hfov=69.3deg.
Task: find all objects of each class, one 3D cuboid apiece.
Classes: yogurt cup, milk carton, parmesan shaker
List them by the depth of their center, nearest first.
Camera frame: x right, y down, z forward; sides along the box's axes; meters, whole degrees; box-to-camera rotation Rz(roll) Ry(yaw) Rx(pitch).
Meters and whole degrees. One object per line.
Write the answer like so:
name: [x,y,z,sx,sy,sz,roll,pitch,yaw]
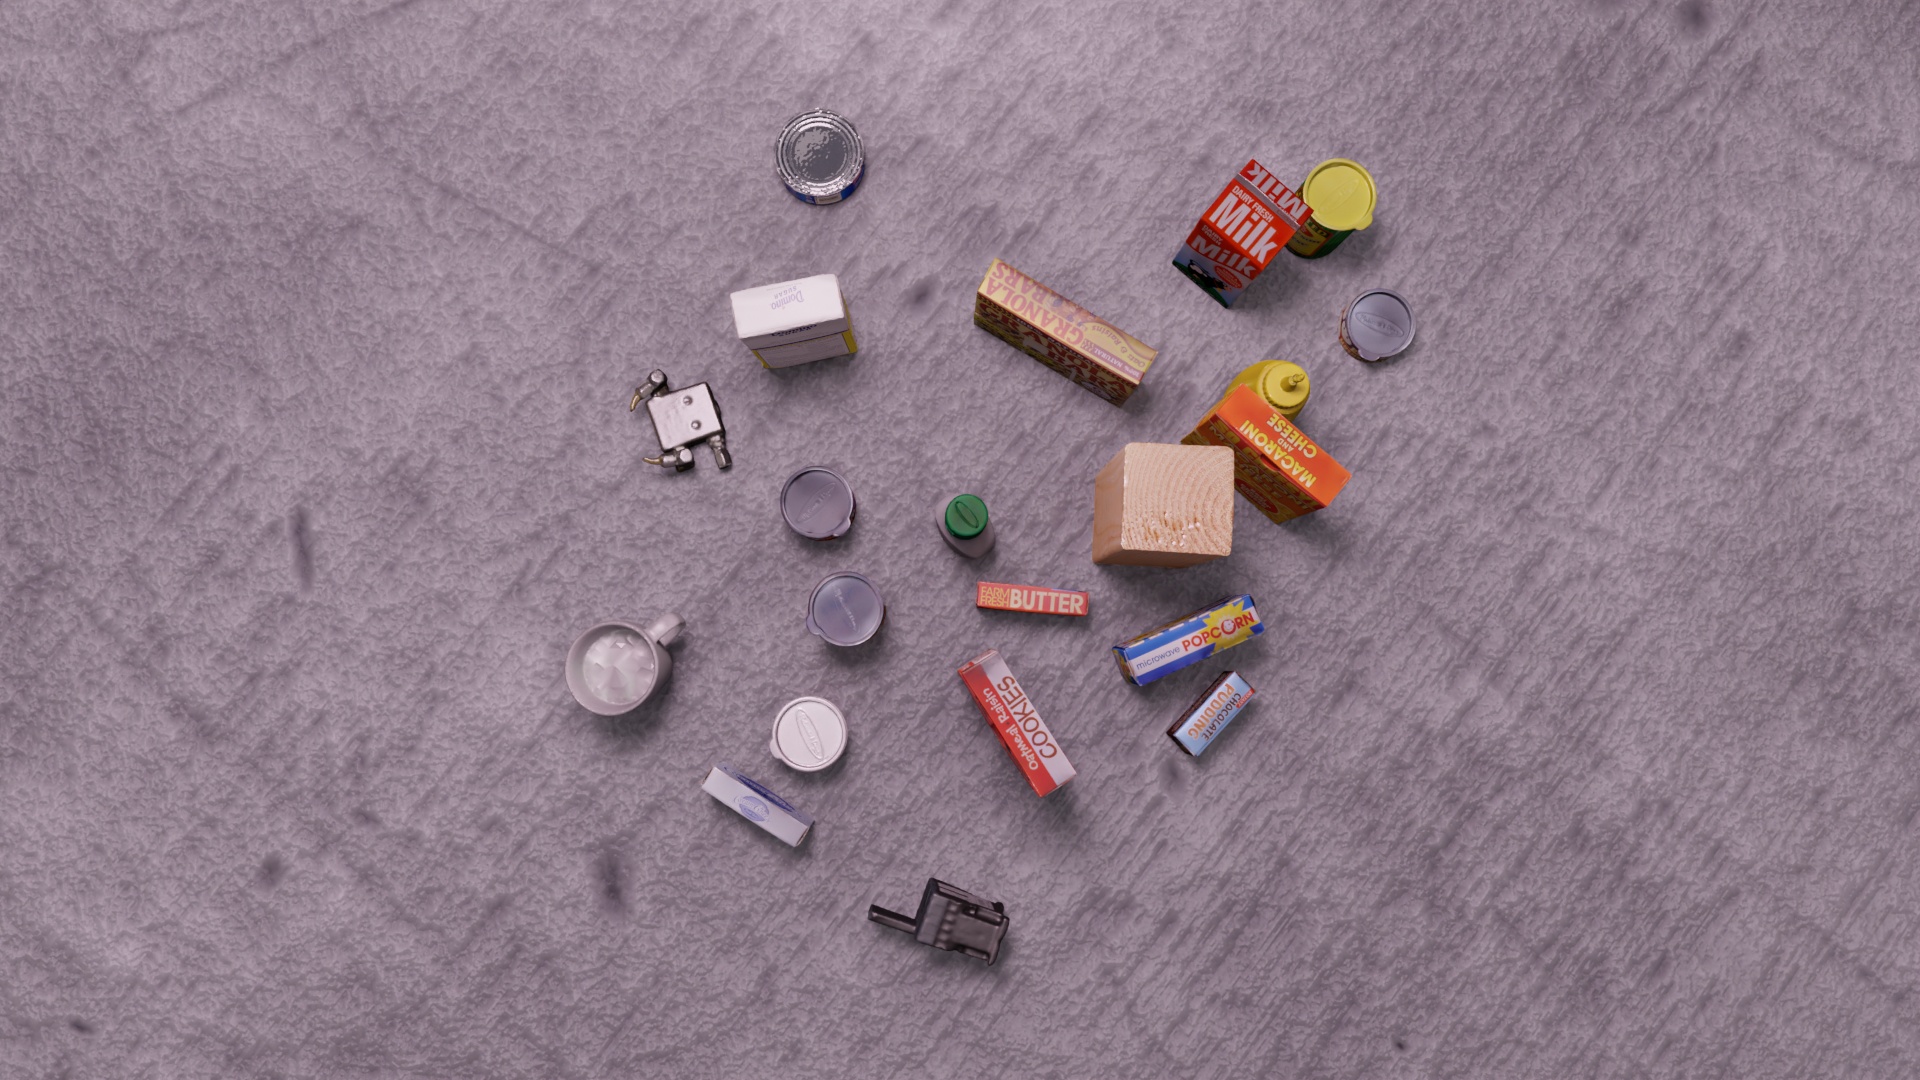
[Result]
milk carton: [0.254,-0.277,1.245,0.072,0.190,0.073,41,86,2]
yogurt cup: [-0.136,0.175,1.269,0.072,0.054,0.072,0,86,-1]
parmesan shaker: [0.340,-0.304,1.292,0.071,0.103,0.071,0,86,-1]

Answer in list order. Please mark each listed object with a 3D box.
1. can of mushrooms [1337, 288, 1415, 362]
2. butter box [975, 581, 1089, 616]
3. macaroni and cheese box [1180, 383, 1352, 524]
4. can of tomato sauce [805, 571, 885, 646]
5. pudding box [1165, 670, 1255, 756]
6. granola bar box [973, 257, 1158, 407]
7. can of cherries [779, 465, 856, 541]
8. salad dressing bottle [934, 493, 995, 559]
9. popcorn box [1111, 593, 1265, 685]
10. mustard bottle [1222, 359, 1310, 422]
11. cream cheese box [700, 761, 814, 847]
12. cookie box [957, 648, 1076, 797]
can of mushrooms: [0.394,-0.201,1.320,0.071,0.033,0.071,0,85,-1]
butter box: [0.065,0.055,1.283,0.103,0.053,0.024,5,86,-1]
macaroni and cheese box: [0.268,-0.073,1.241,0.124,0.166,0.040,41,86,2]
can of tomato sauce: [-0.103,0.064,1.264,0.071,0.083,0.071,0,86,-1]
pudding box: [0.231,0.159,1.280,0.030,0.049,0.084,44,86,2]
granola bar box: [0.091,-0.186,1.268,0.165,0.124,0.039,30,86,1]
can of cherries: [-0.129,-0.031,1.284,0.071,0.058,0.071,0,86,-1]
salad dressing bottle: [0.004,-0.016,1.240,0.044,0.147,0.064,-39,87,-3]
popcorn box: [0.206,0.090,1.267,0.127,0.085,0.038,-23,87,-3]
mustard bottle: [0.280,-0.132,1.249,0.065,0.160,0.049,39,86,2]
cream cheese box: [-0.184,0.239,1.264,0.104,0.053,0.024,32,86,2]
cookie box: [0.046,0.156,1.217,0.040,0.167,0.123,-33,87,-3]
